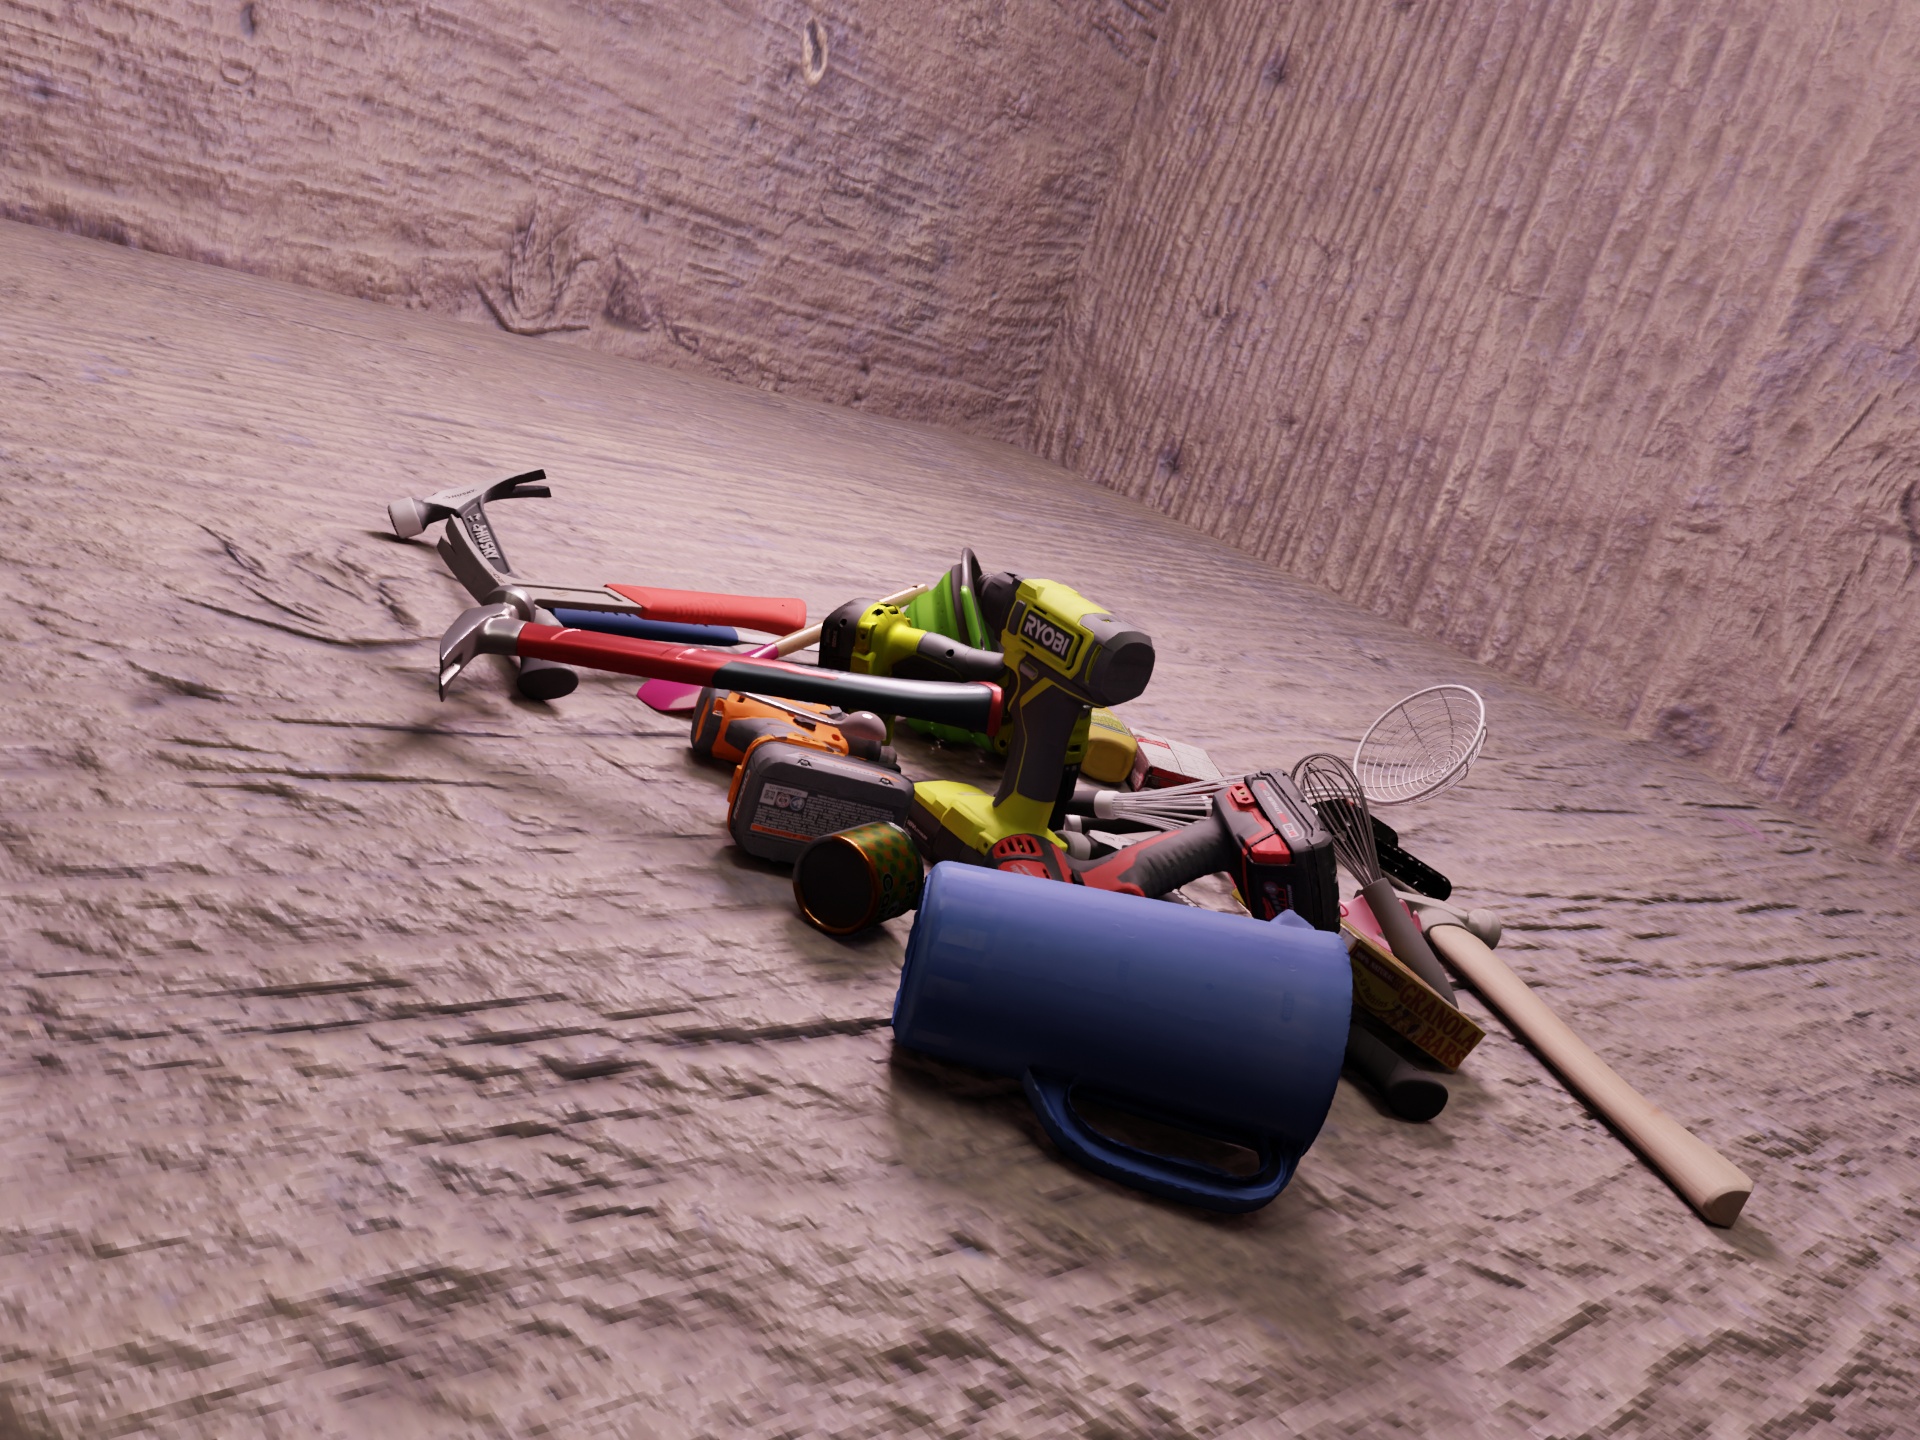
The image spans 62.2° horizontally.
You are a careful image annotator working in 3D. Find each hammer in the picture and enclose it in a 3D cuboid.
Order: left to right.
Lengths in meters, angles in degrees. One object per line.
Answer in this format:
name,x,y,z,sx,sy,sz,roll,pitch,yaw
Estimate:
hammer,-0.392,-0.124,1.378,0.149,0.036,0.409,-21,36,-16
hammer,-0.265,-0.105,1.360,0.149,0.036,0.359,44,23,26
hammer,-0.162,-0.028,1.113,0.386,0.038,0.143,9,24,-1
hammer,-0.211,-0.080,1.514,0.405,0.035,0.144,5,21,-40
hammer,0.212,0.177,1.150,0.146,0.035,0.335,12,19,-45
hammer,0.445,0.241,1.220,0.146,0.038,0.411,12,18,-18

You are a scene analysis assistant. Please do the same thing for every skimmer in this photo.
skimmer,0.266,0.039,1.348,0.363,0.090,0.127,-7,25,-8

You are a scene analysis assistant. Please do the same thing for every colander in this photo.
colander,0.000,-0.046,1.542,0.094,0.204,0.397,-14,-4,7

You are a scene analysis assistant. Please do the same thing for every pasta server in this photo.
pasta server,0.279,0.131,1.385,0.316,0.060,0.040,35,-13,49

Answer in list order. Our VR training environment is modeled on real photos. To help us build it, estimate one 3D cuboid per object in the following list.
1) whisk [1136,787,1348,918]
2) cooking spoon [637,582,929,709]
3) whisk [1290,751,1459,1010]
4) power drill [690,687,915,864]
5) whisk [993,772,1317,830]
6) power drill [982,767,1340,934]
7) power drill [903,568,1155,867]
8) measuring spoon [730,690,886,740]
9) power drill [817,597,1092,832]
whisk,0.232,0.112,1.367,0.073,0.073,0.296,11,12,-28
cooking spoon,-0.146,-0.070,1.403,0.069,0.017,0.319,28,39,36
whisk,0.329,0.130,1.254,0.055,0.055,0.239,-1,59,-50
power drill,-0.106,0.037,1.177,0.164,0.084,0.227,14,13,-20
whisk,0.146,0.069,1.271,0.285,0.070,0.070,1,4,33
power drill,0.132,0.123,1.049,0.226,0.080,0.188,-14,28,-2
power drill,0.041,0.007,1.180,0.080,0.223,0.171,5,21,-41
measuring spoon,-0.111,-0.011,1.155,0.124,0.018,0.034,18,8,6
power drill,-0.002,-0.004,1.297,0.228,0.190,0.080,11,12,25
